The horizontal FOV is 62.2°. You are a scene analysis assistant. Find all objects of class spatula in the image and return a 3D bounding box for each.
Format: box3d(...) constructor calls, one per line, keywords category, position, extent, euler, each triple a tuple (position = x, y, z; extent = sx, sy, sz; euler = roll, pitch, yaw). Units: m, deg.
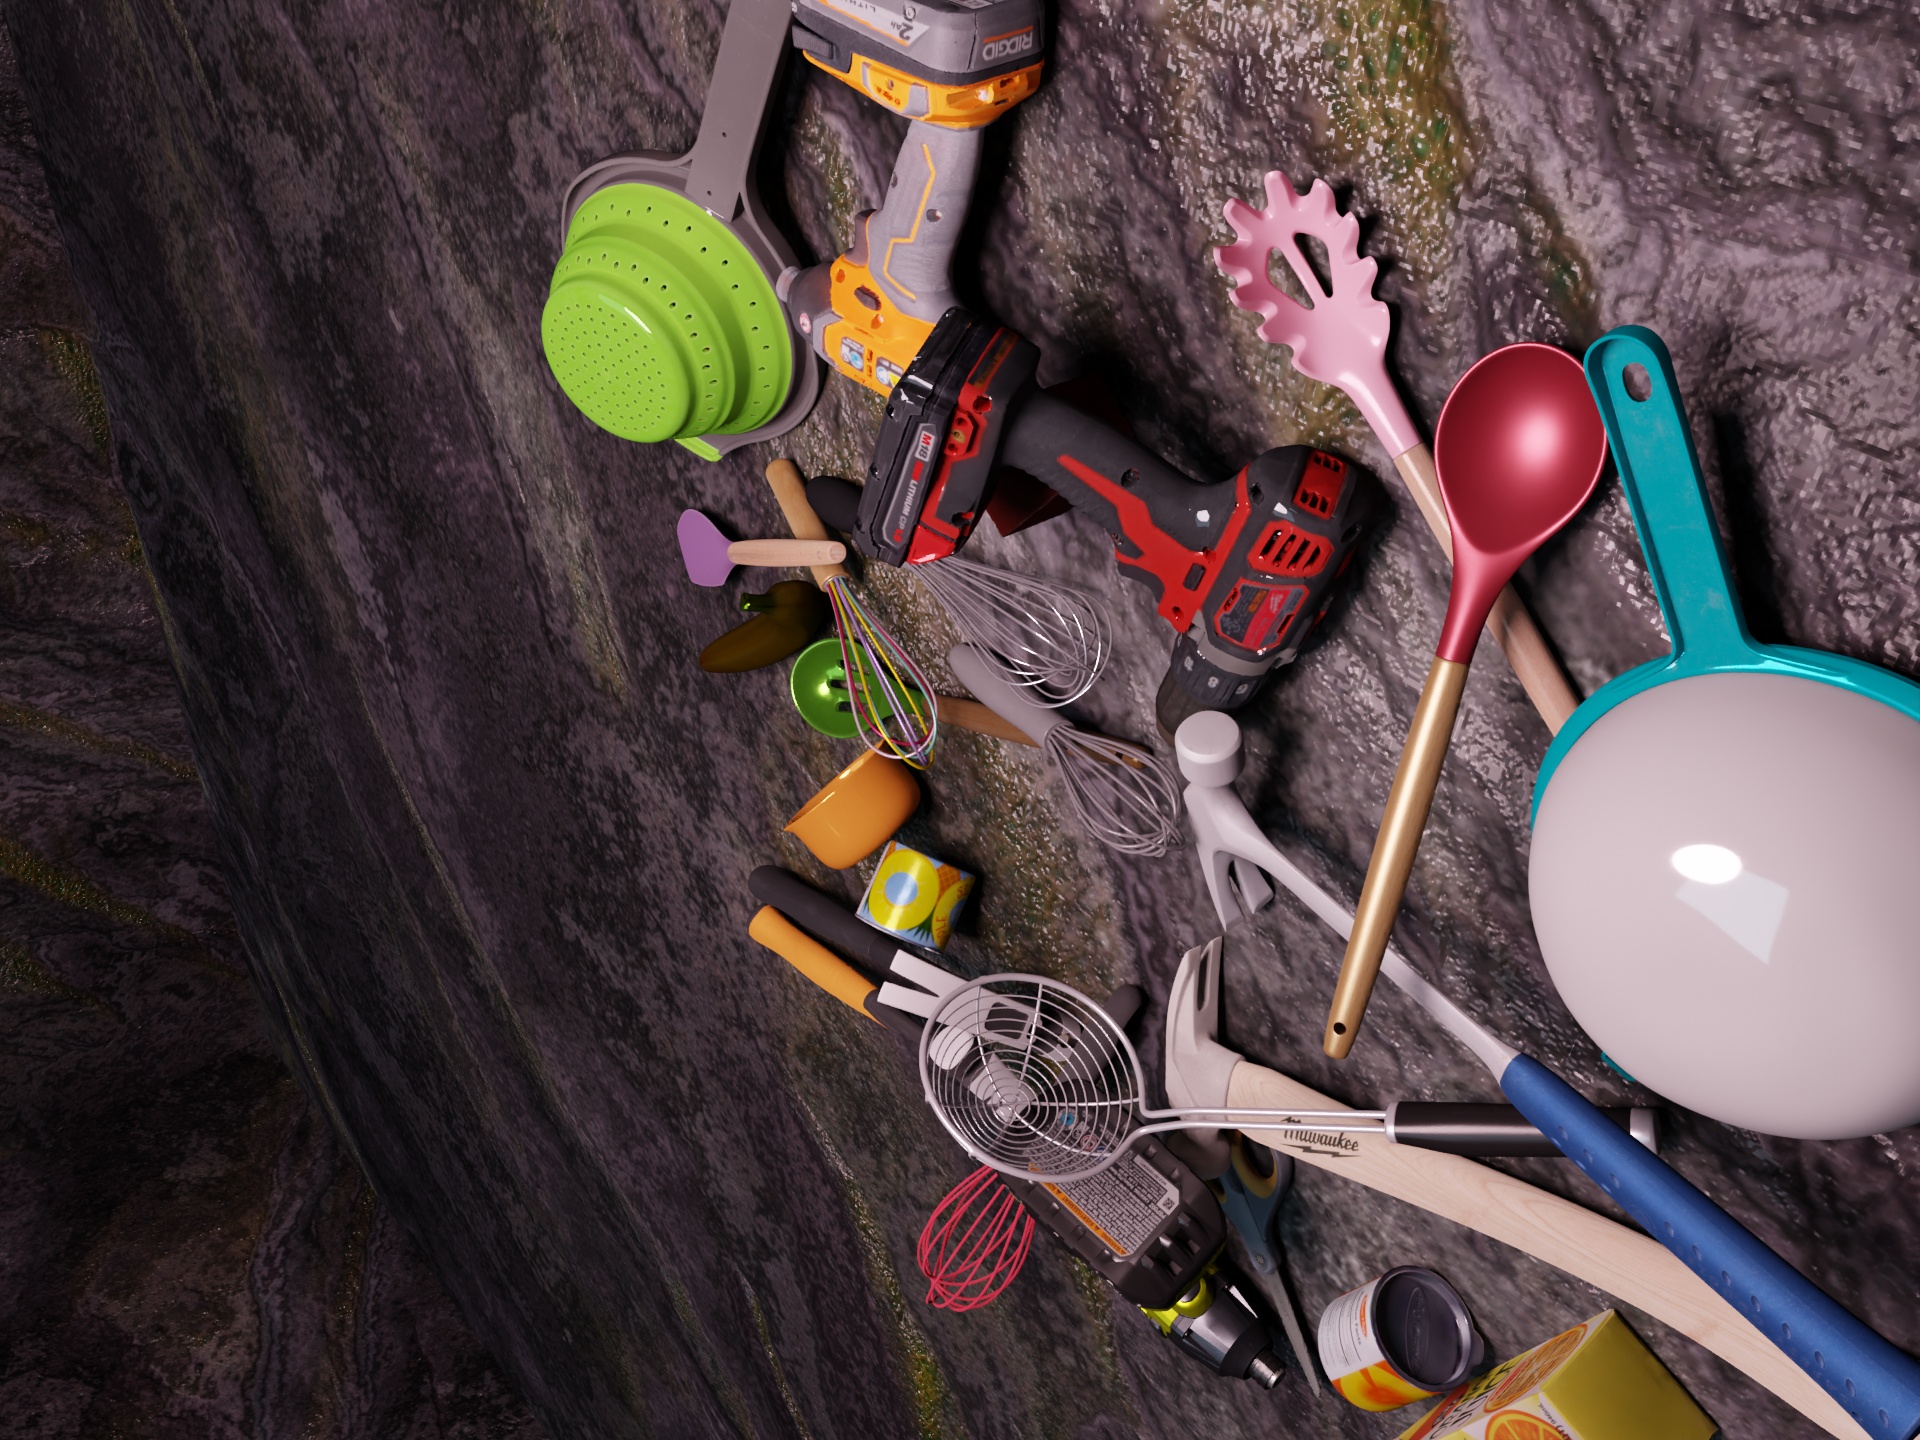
box3d(category="spatula", position=(-0.146, -0.118, 1.094), extent=(0.316, 0.018, 0.059), euler=(13, 119, 62))

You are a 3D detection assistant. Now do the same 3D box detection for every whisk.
box3d(category="whisk", position=(0.046, 0.286, 1.048), extent=(0.073, 0.073, 0.295), euler=(42, 118, 28))
box3d(category="whisk", position=(-0.010, -0.091, 0.957), extent=(0.285, 0.070, 0.070), euler=(37, 137, 40))
box3d(category="whisk", position=(-0.074, -0.073, 1.028), extent=(0.245, 0.047, 0.051), euler=(63, 146, 22))
box3d(category="whisk", position=(0.053, 0.010, 0.911), extent=(0.239, 0.055, 0.055), euler=(43, 141, 49))

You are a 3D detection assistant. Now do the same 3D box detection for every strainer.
box3d(category="strainer", position=(0.277, 0.027, 0.591), extent=(0.211, 0.095, 0.340), euler=(-5, 113, 50))

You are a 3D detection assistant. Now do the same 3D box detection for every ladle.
box3d(category="ladle", position=(0.202, 0.000, 0.674), extent=(0.069, 0.031, 0.315), euler=(21, 105, 30))

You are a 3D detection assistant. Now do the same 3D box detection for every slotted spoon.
box3d(category="slotted spoon", position=(-0.002, -0.003, 1.017), extent=(0.314, 0.031, 0.070), euler=(14, 104, 45))

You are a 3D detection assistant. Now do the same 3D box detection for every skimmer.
box3d(category="skimmer", position=(0.153, 0.183, 0.805), extent=(0.363, 0.127, 0.090), euler=(-6, 125, 31))

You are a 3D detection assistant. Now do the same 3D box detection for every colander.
box3d(category="colander", position=(-0.168, -0.287, 0.939), extent=(0.204, 0.094, 0.397), euler=(36, 142, 3))

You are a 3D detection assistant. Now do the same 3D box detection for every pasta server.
box3d(category="pasta server", position=(0.207, -0.093, 0.688), extent=(0.060, 0.040, 0.316), euler=(-31, 87, 21))

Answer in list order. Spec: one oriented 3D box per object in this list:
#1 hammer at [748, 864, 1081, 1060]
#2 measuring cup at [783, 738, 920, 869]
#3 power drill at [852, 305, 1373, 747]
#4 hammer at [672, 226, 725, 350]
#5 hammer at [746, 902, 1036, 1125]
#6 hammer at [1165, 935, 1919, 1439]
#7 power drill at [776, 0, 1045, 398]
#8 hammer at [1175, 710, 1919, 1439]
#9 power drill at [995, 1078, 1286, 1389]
box3d(category="hammer", position=(-0.067, 0.159, 1.141), extent=(0.335, 0.146, 0.035), euler=(18, 84, 54))
box3d(category="measuring cup", position=(-0.079, 0.066, 1.130), extent=(0.052, 0.095, 0.173), euler=(48, 166, -3))
box3d(category="power drill", position=(0.067, -0.084, 0.782), extent=(0.226, 0.080, 0.187), euler=(24, 139, 3))
box3d(category="hammer", position=(-0.141, -0.384, 0.958), extent=(0.143, 0.038, 0.386), euler=(52, 143, 19))
box3d(category="hammer", position=(-0.063, 0.213, 1.197), extent=(0.337, 0.034, 0.127), euler=(23, 158, 51))
box3d(category="hammer", position=(0.270, 0.236, 0.801), extent=(0.411, 0.038, 0.146), euler=(17, 115, 44))
box3d(category="power drill", position=(-0.038, -0.280, 0.844), extent=(0.164, 0.084, 0.226), euler=(33, 138, 29))
box3d(category="hammer", position=(0.240, 0.152, 0.712), extent=(0.406, 0.035, 0.143), euler=(44, 161, 40))
box3d(category="power drill", position=(0.115, 0.318, 0.962), extent=(0.171, 0.080, 0.223), euler=(36, 164, 36))
